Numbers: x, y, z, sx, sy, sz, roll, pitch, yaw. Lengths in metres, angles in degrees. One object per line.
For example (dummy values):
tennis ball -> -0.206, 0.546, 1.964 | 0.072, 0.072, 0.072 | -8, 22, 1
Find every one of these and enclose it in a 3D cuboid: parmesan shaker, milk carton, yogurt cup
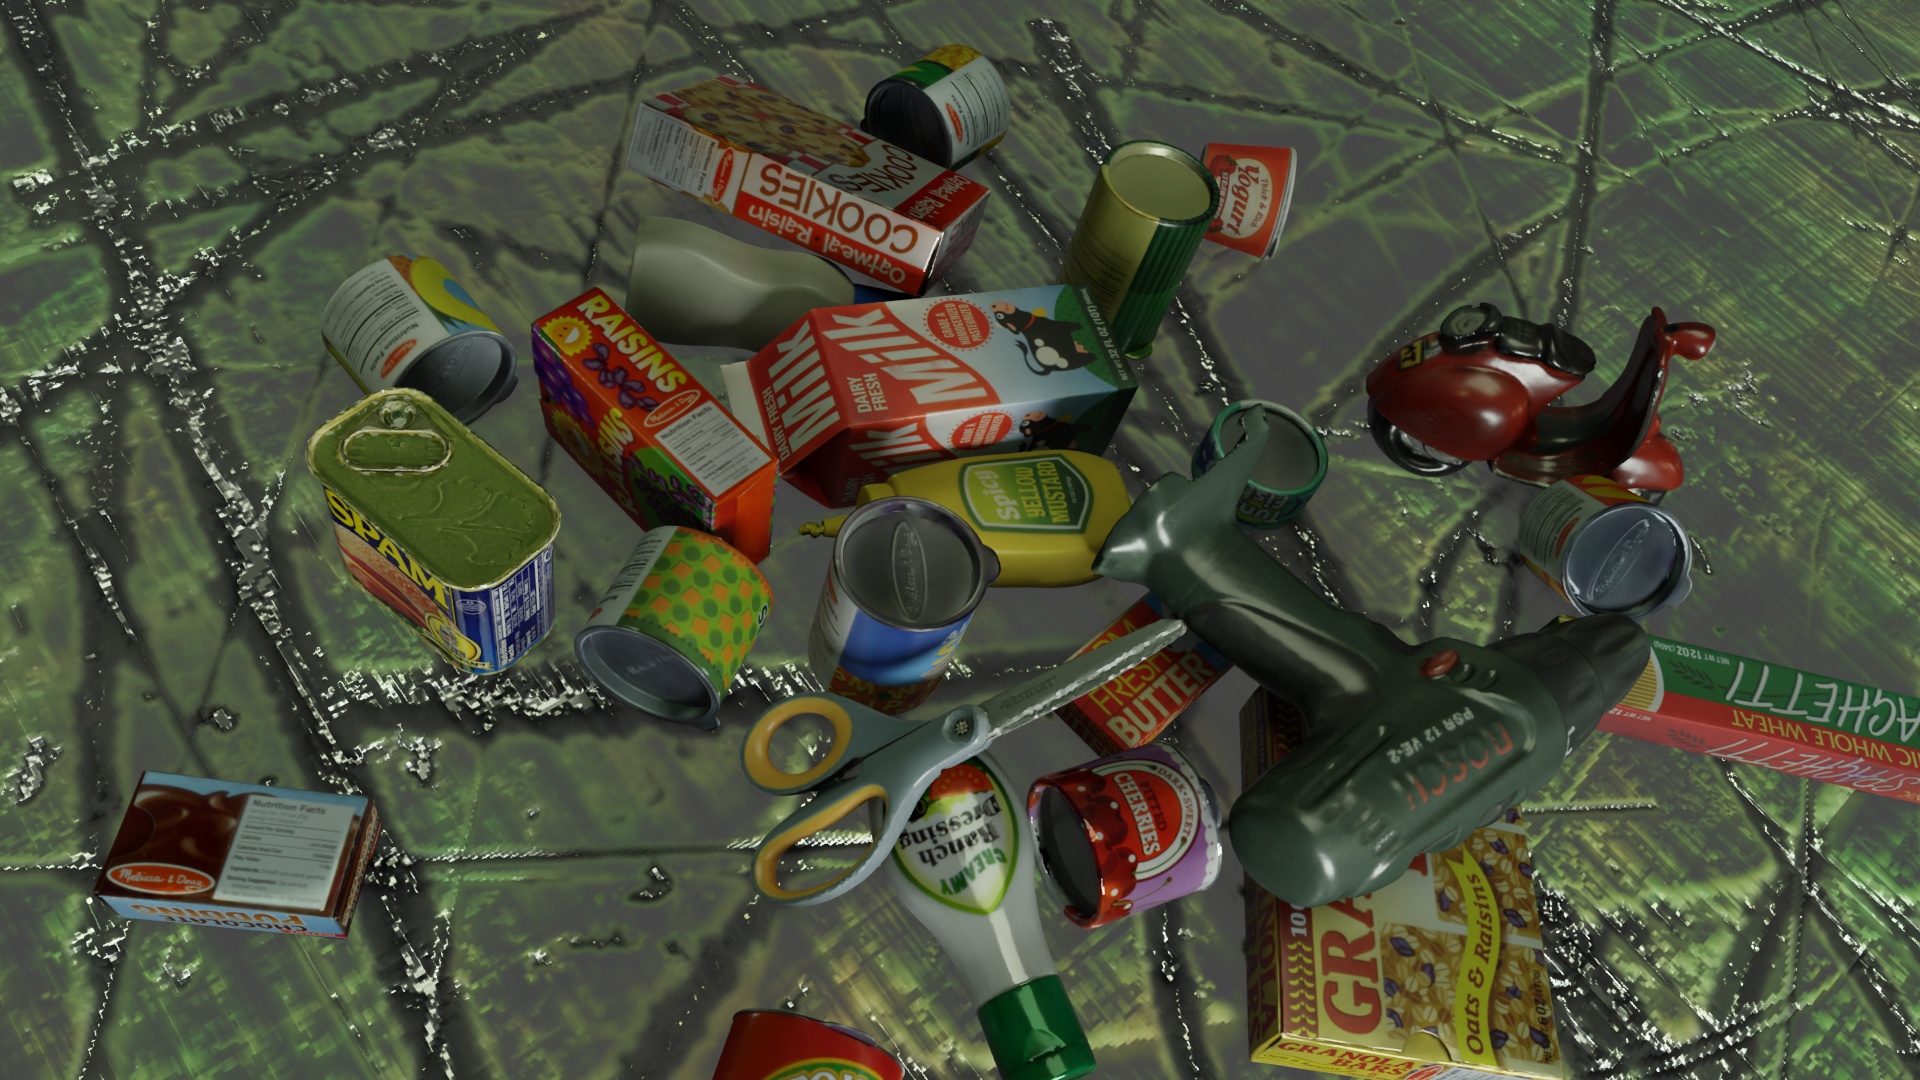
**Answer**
parmesan shaker -> 0.096, -0.157, 0.760 | 0.071, 0.102, 0.071 | 7, 55, -11
milk carton -> -0.018, -0.070, 0.688 | 0.191, 0.073, 0.072 | -9, 60, -20
yogurt cup -> 0.168, -0.208, 0.840 | 0.054, 0.072, 0.073 | 12, 54, 3

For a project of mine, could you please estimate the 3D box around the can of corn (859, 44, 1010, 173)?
can of corn -> -0.015, -0.250, 0.818 | 0.071, 0.070, 0.058 | 40, 55, 12

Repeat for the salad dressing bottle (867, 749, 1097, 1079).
salad dressing bottle -> 0.009, 0.149, 0.564 | 0.064, 0.043, 0.148 | -21, 63, -9

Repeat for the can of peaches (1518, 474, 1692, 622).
can of peaches -> 0.337, 0.005, 0.728 | 0.071, 0.071, 0.058 | 14, 16, -6

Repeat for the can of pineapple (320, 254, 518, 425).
can of pineapple -> -0.250, -0.089, 0.645 | 0.071, 0.070, 0.058 | -33, 70, -31

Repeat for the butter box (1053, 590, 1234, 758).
butter box -> 0.090, 0.059, 0.661 | 0.053, 0.024, 0.104 | 44, 57, 16

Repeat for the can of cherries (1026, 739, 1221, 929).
can of cherries -> 0.068, 0.122, 0.583 | 0.058, 0.071, 0.072 | -12, 61, -22

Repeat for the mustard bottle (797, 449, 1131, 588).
mustard bottle -> 0.002, -0.008, 0.667 | 0.160, 0.048, 0.065 | -3, 55, -18

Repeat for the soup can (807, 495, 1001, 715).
soup can -> -0.027, 0.031, 0.611 | 0.071, 0.083, 0.072 | 7, 56, -11

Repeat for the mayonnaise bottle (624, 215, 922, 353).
mayonnaise bottle -> -0.094, -0.122, 0.712 | 0.148, 0.064, 0.041 | 9, 47, -14

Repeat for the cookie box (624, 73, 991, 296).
cookie box -> -0.076, -0.194, 0.749 | 0.167, 0.040, 0.123 | 24, 27, 2

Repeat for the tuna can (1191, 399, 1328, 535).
tuna can -> 0.159, -0.039, 0.741 | 0.071, 0.032, 0.071 | 7, 55, -10

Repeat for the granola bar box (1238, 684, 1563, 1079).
granola bar box -> 0.190, 0.150, 0.617 | 0.124, 0.038, 0.166 | 11, 54, -7

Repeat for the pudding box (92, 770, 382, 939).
pudding box -> -0.268, 0.117, 0.520 | 0.084, 0.030, 0.050 | 9, 56, -9

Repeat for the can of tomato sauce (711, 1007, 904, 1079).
can of tomato sauce -> -0.062, 0.217, 0.485 | 0.071, 0.070, 0.083 | 20, 55, -2

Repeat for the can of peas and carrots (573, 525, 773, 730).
can of peas and carrots -> -0.119, 0.037, 0.594 | 0.071, 0.070, 0.059 | 24, 54, 1

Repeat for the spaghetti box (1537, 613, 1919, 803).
spaghetti box -> 0.422, 0.091, 0.727 | 0.250, 0.028, 0.050 | 13, 55, -6

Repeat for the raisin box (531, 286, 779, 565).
raisin box -> -0.139, -0.043, 0.629 | 0.123, 0.085, 0.040 | 44, 62, 15
